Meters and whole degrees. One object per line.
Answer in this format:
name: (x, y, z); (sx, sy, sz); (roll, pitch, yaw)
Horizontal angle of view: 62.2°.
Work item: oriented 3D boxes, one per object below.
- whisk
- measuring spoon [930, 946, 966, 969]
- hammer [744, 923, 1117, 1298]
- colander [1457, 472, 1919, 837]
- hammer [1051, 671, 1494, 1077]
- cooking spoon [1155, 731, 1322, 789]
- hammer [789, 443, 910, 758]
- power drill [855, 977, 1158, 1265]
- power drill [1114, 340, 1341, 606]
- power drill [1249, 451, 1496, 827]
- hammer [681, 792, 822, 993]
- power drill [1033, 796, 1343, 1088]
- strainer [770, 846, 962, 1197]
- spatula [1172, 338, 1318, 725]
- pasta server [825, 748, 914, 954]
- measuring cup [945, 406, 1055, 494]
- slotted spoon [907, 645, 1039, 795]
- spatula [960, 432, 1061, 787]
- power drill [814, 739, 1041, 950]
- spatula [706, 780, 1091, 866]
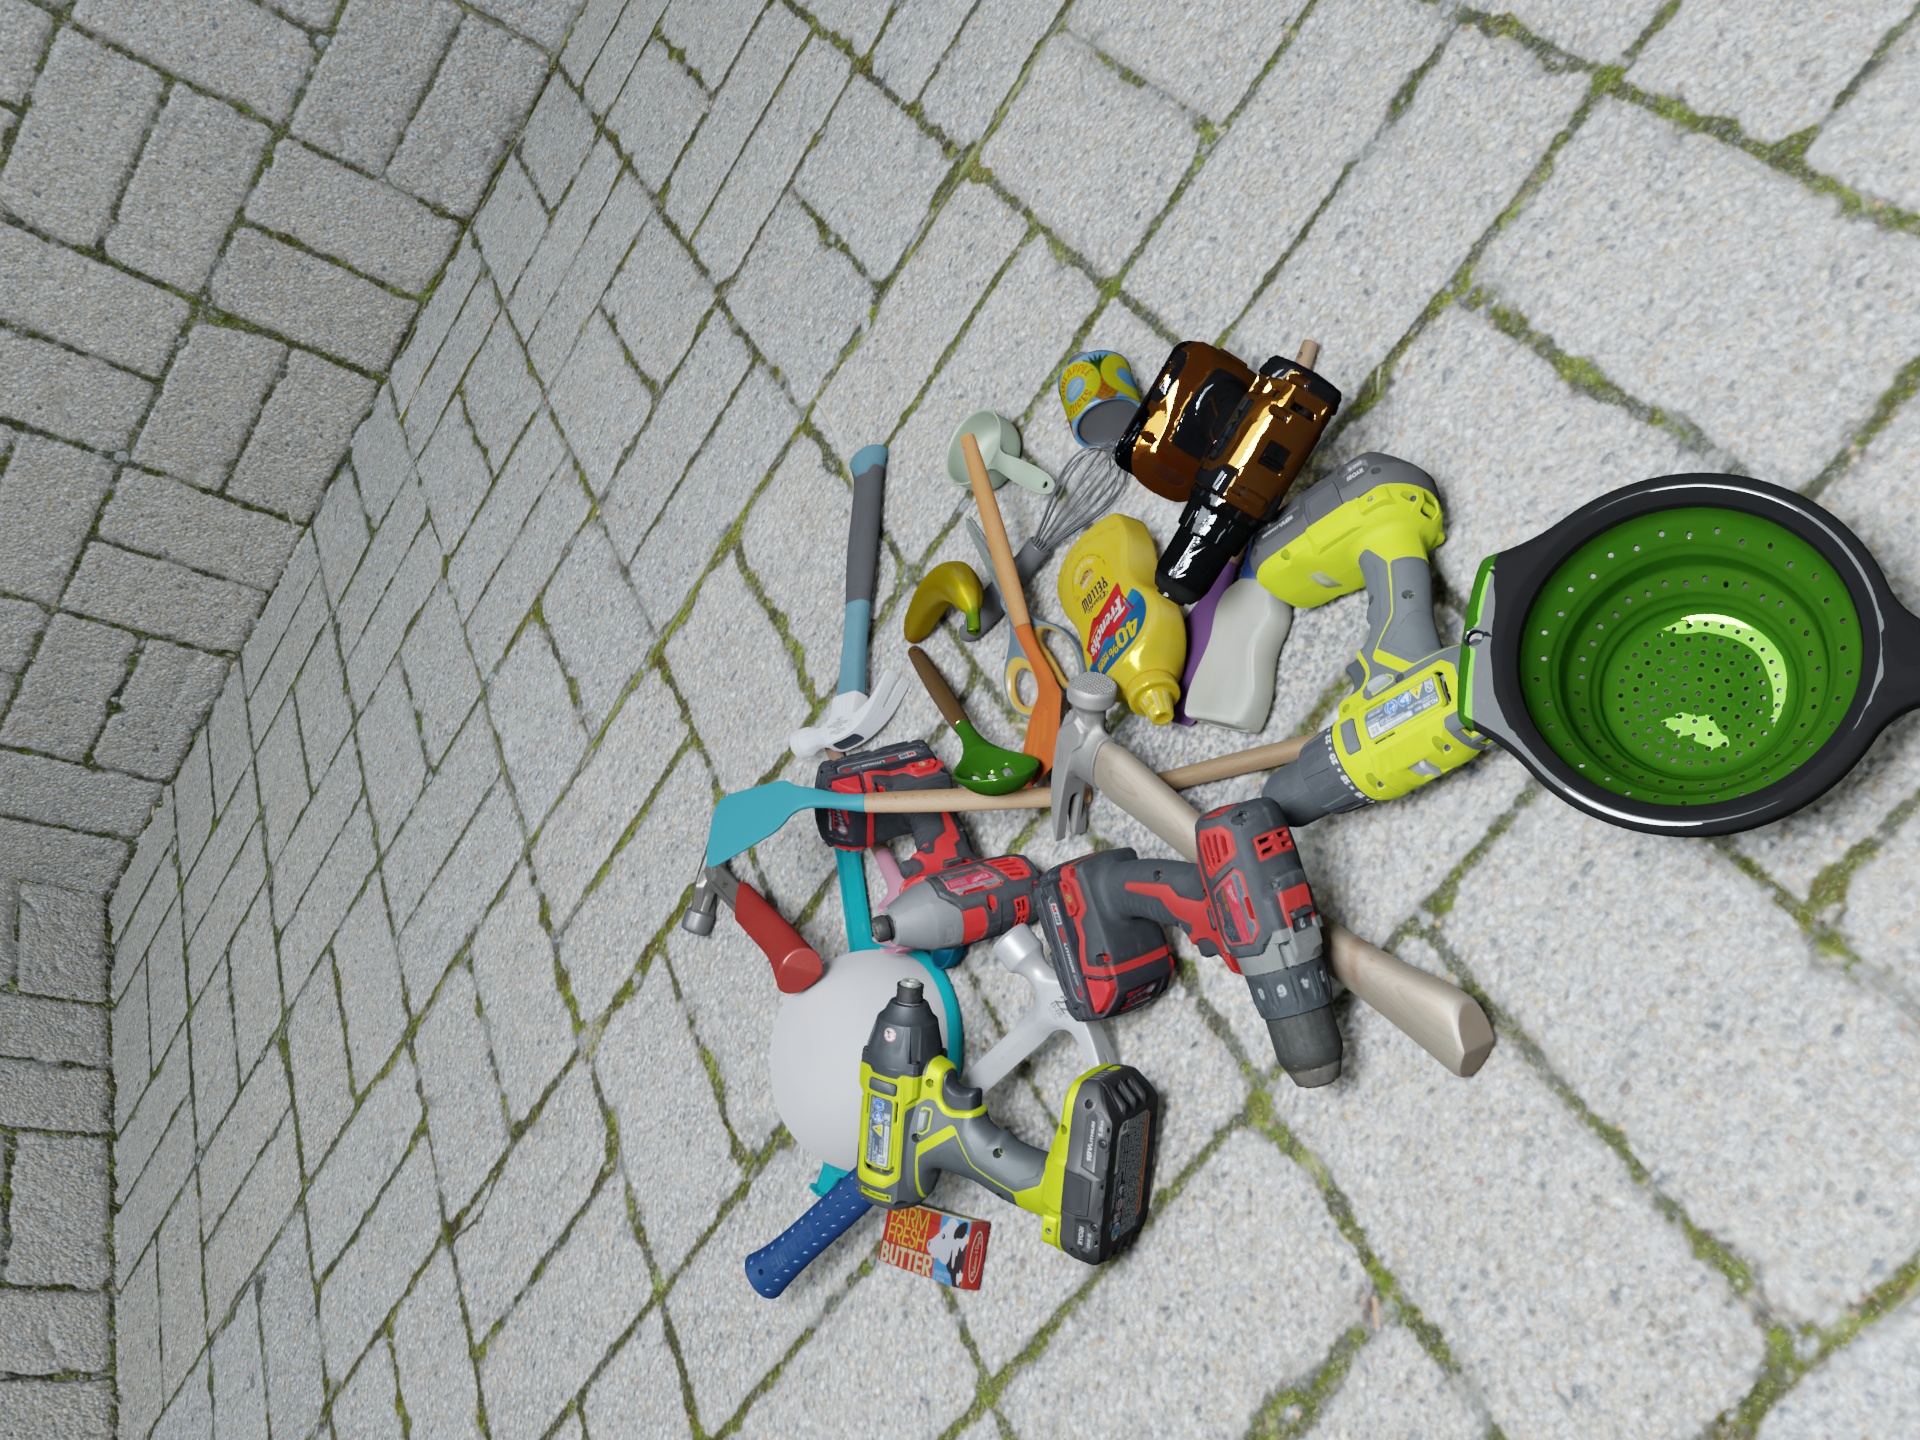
whisk: (0.069, -0.155, 1.404); (0.239, 0.055, 0.055); (-50, 43, 29)
measuring spoon: (-0.016, 0.166, 1.391); (0.042, 0.021, 0.129); (-60, 29, 30)
hammer: (-0.037, 0.341, 1.263); (0.405, 0.035, 0.144); (-47, 72, 23)
colander: (0.478, -0.021, 0.849); (0.397, 0.094, 0.204); (5, 77, 32)
hammer: (0.199, 0.120, 1.118); (0.411, 0.038, 0.146); (40, 135, 44)
cooking spoon: (0.248, 0.019, 1.138); (0.319, 0.017, 0.069); (-18, 61, 43)
hammer: (-0.102, -0.128, 1.589); (0.128, 0.033, 0.331); (-15, 61, 36)
power drill: (0.025, 0.292, 1.162); (0.223, 0.080, 0.171); (10, 99, 32)
power drill: (0.185, -0.190, 1.195); (0.185, 0.084, 0.226); (-60, 17, 12)
power drill: (0.270, -0.049, 1.079); (0.190, 0.080, 0.229); (-34, 46, 36)
hammer: (-0.194, 0.172, 1.503); (0.359, 0.036, 0.149); (21, 92, 67)
power drill: (0.161, 0.160, 1.090); (0.227, 0.080, 0.188); (-21, 85, 55)
strainer: (-0.111, 0.234, 1.404); (0.211, 0.095, 0.341); (-35, 52, 35)
spatula: (0.218, -0.148, 1.245); (0.060, 0.018, 0.316); (22, 93, 56)
pasta server: (-0.085, 0.104, 1.462); (0.060, 0.040, 0.317); (-49, 38, 16)
measuring cup: (0.048, -0.233, 1.466); (0.168, 0.038, 0.083); (38, 104, 48)
slotted spoon: (-0.002, -0.004, 1.383); (0.314, 0.070, 0.031); (-124, 24, -62)
spatula: (0.039, -0.101, 1.352); (0.081, 0.041, 0.323); (134, 125, -60)
power drill: (-0.039, 0.111, 1.337); (0.220, 0.143, 0.078); (48, 145, 49)
spatula: (-0.052, 0.074, 1.305); (0.082, 0.317, 0.044); (-90, -3, -50)
